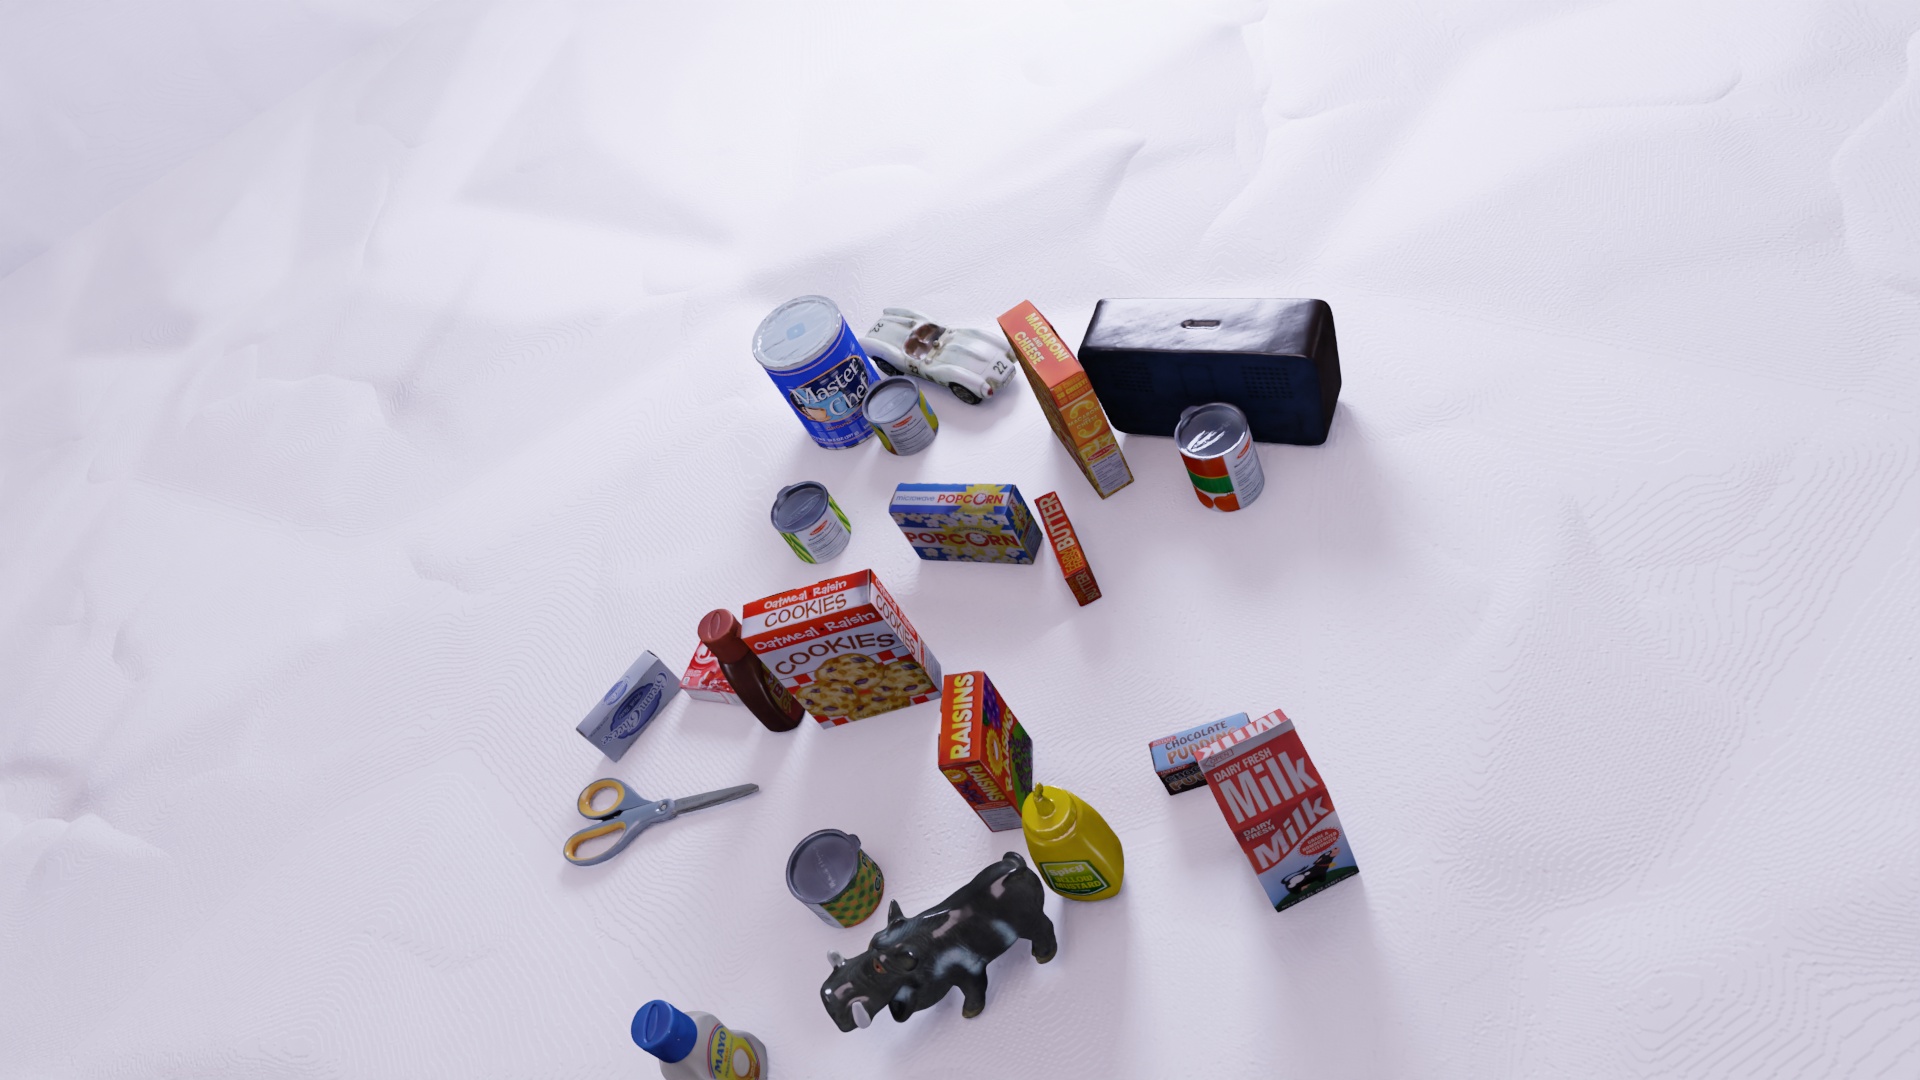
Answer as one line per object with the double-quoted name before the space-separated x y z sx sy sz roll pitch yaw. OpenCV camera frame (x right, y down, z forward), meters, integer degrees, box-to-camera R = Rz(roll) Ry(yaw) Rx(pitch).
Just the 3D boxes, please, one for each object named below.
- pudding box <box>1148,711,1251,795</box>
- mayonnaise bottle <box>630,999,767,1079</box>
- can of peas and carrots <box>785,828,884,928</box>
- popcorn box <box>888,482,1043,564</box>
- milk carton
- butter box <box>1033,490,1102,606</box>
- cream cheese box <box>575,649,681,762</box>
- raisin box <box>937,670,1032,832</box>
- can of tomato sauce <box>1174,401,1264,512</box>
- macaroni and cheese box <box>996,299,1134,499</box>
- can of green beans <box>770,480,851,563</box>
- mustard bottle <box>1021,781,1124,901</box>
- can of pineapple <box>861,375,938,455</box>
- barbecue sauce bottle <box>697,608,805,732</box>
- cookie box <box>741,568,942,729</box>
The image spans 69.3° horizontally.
"pudding box" 0.199 0.172 1.119 0.083 0.049 0.030 -19 49 11
"mayonnaise bottle" -0.199 0.395 1.067 0.041 0.147 0.065 -11 51 18
"can of peas and carrots" -0.103 0.283 1.169 0.071 0.058 0.071 -13 50 16
"popcorn box" 0.005 -0.017 1.335 0.126 0.085 0.038 2 56 27
"milk carton" 0.224 0.188 0.999 0.072 0.189 0.074 -27 48 4
"butter box" 0.100 0.007 1.293 0.024 0.053 0.104 -25 48 7
"cream cheese box" -0.326 0.163 1.373 0.024 0.053 0.104 26 69 38
"raisin box" 0.022 0.175 1.151 0.040 0.123 0.086 -11 51 18
"can of tomato sauce" 0.237 -0.076 1.273 0.071 0.082 0.071 -13 50 16
"macaroni and cheese box" 0.101 -0.135 1.327 0.040 0.165 0.124 -31 47 1
"can of green beans" -0.153 -0.018 1.430 0.071 0.057 0.071 -13 50 16
"mustard bottle" 0.079 0.226 1.059 0.065 0.159 0.049 -9 51 20
"can of pineapple" -0.064 -0.134 1.478 0.071 0.057 0.071 -13 50 16
"barbecue sauce bottle" -0.192 0.117 1.281 0.043 0.148 0.065 -10 51 19
"cookie box" -0.103 0.099 1.240 0.123 0.166 0.040 -16 49 14
